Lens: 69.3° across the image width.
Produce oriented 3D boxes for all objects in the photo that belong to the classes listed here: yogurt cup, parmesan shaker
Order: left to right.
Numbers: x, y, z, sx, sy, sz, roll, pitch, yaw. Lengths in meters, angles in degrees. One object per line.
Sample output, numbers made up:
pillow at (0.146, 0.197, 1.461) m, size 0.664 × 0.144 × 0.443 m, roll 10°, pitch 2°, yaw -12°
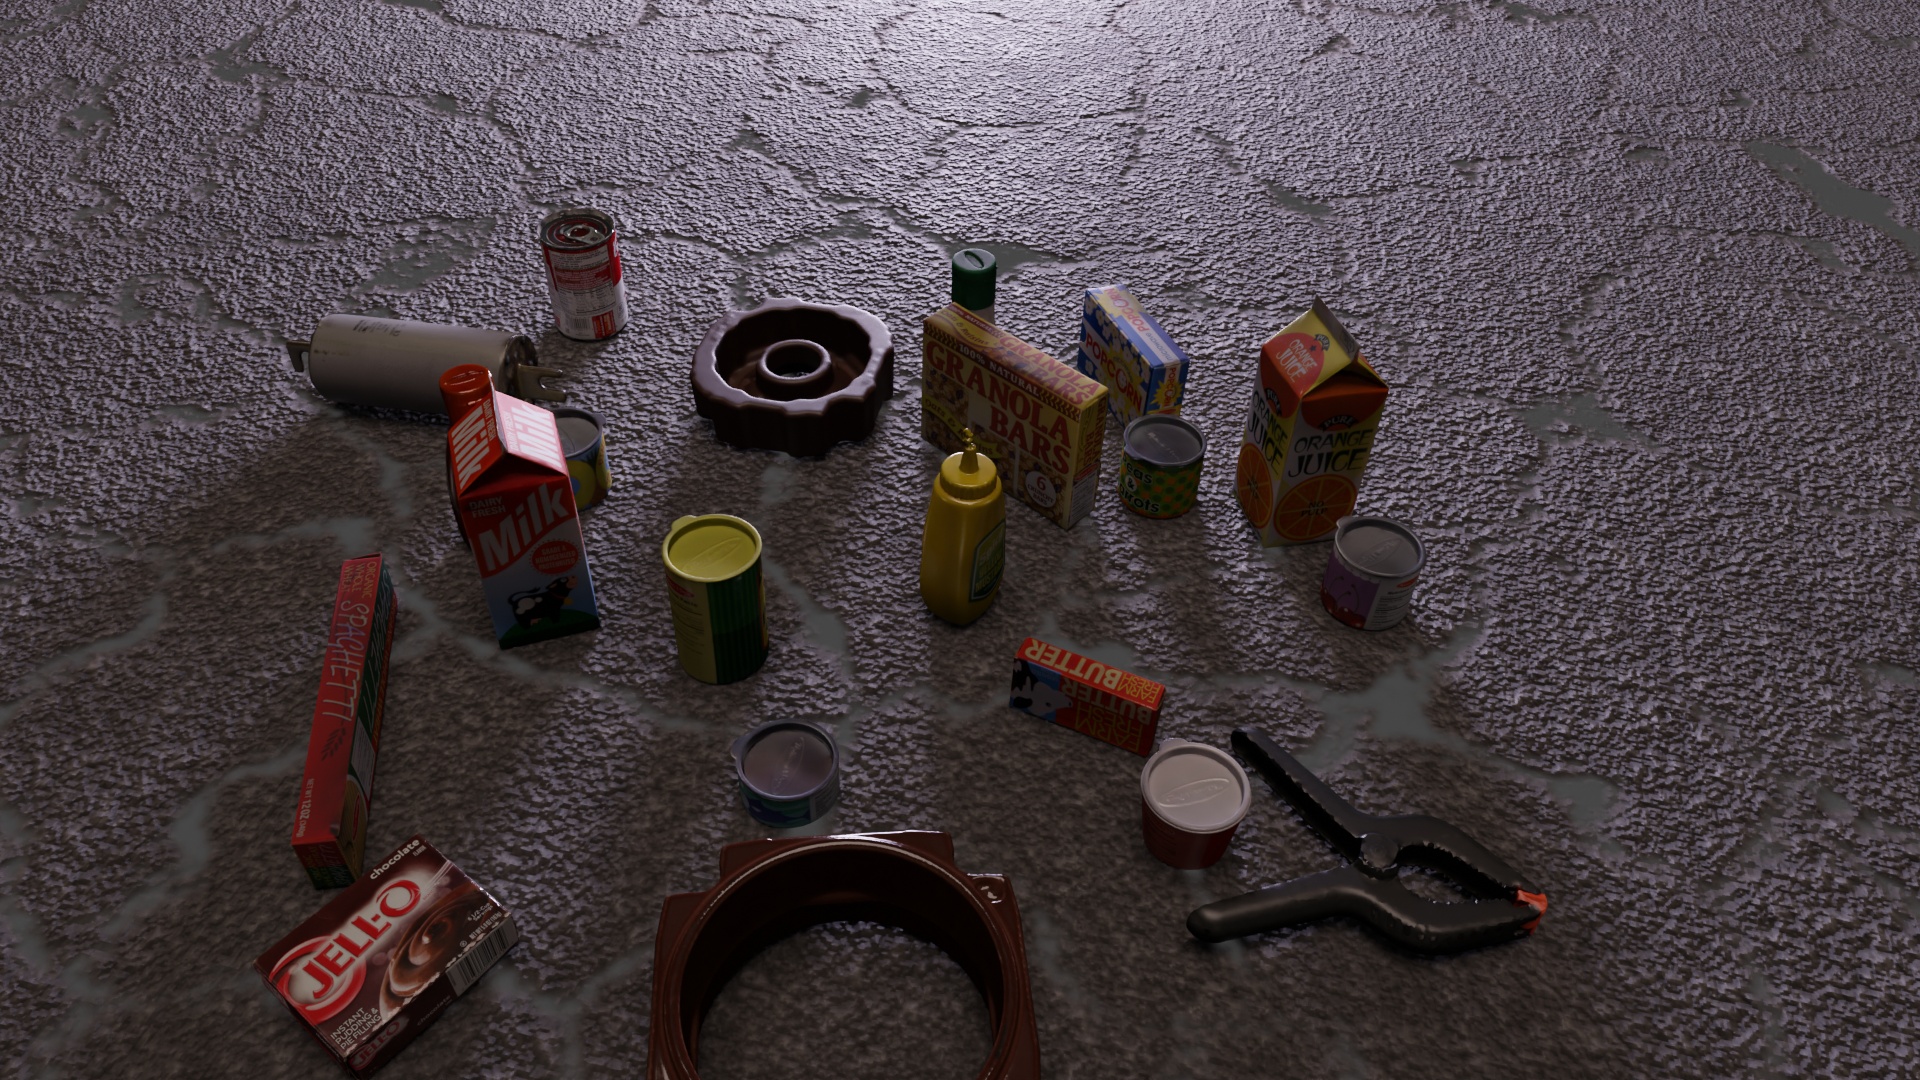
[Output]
parmesan shaker at (-0.169, 0.040, 0.964) m, size 0.071 × 0.102 × 0.072 m, roll 1°, pitch 43°, yaw -1°
yogurt cup at (0.145, 0.170, 0.874) m, size 0.072 × 0.053 × 0.073 m, roll 1°, pitch 43°, yaw -1°

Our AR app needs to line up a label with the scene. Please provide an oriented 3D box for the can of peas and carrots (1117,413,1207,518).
can of peas and carrots at (0.160, -0.059, 1.119) m, size 0.071 × 0.058 × 0.071 m, roll 1°, pitch 43°, yaw -1°

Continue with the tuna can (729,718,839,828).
tuna can at (-0.114, 0.150, 0.899) m, size 0.071 × 0.032 × 0.071 m, roll 1°, pitch 43°, yaw -1°

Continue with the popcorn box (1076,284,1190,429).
popcorn box at (0.147, -0.152, 1.200) m, size 0.038 × 0.084 × 0.127 m, roll -14°, pitch 45°, yaw -17°

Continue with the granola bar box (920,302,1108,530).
granola bar box at (0.040, -0.100, 1.110) m, size 0.166 × 0.123 × 0.039 m, roll 34°, pitch 51°, yaw 30°

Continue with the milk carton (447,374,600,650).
milk carton at (-0.303, -0.019, 0.957) m, size 0.073 × 0.189 × 0.072 m, roll -13°, pitch 45°, yaw -16°

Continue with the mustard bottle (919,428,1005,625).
mustard bottle at (0.004, -0.012, 0.987) m, size 0.049 × 0.159 × 0.065 m, roll 25°, pitch 47°, yaw 23°

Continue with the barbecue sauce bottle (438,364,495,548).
barbecue sauce bottle at (-0.352, -0.061, 1.031) m, size 0.065 × 0.147 × 0.044 m, roll -21°, pitch 48°, yaw -24°

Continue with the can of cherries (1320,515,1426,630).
can of cherries at (0.306, 0.023, 1.038) m, size 0.071 × 0.058 × 0.072 m, roll 1°, pitch 43°, yaw -1°

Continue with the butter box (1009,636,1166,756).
butter box at (0.086, 0.106, 0.941) m, size 0.103 × 0.052 × 0.024 m, roll 19°, pitch 45°, yaw 17°

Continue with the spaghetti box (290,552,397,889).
spaghetti box at (-0.402, 0.110, 0.916) m, size 0.029 × 0.049 × 0.251 m, roll -6°, pitch 43°, yaw -9°

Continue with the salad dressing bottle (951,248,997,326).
salad dressing bottle at (0.009, -0.174, 1.171) m, size 0.044 × 0.146 × 0.064 m, roll -18°, pitch 47°, yaw -21°

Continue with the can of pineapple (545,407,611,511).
can of pineapple at (-0.312, -0.064, 1.103) m, size 0.071 × 0.057 × 0.071 m, roll 1°, pitch 43°, yaw -1°

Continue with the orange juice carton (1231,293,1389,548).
orange juice carton at (0.267, -0.090, 1.059) m, size 0.073 × 0.191 × 0.072 m, roll -8°, pitch 44°, yaw -11°
